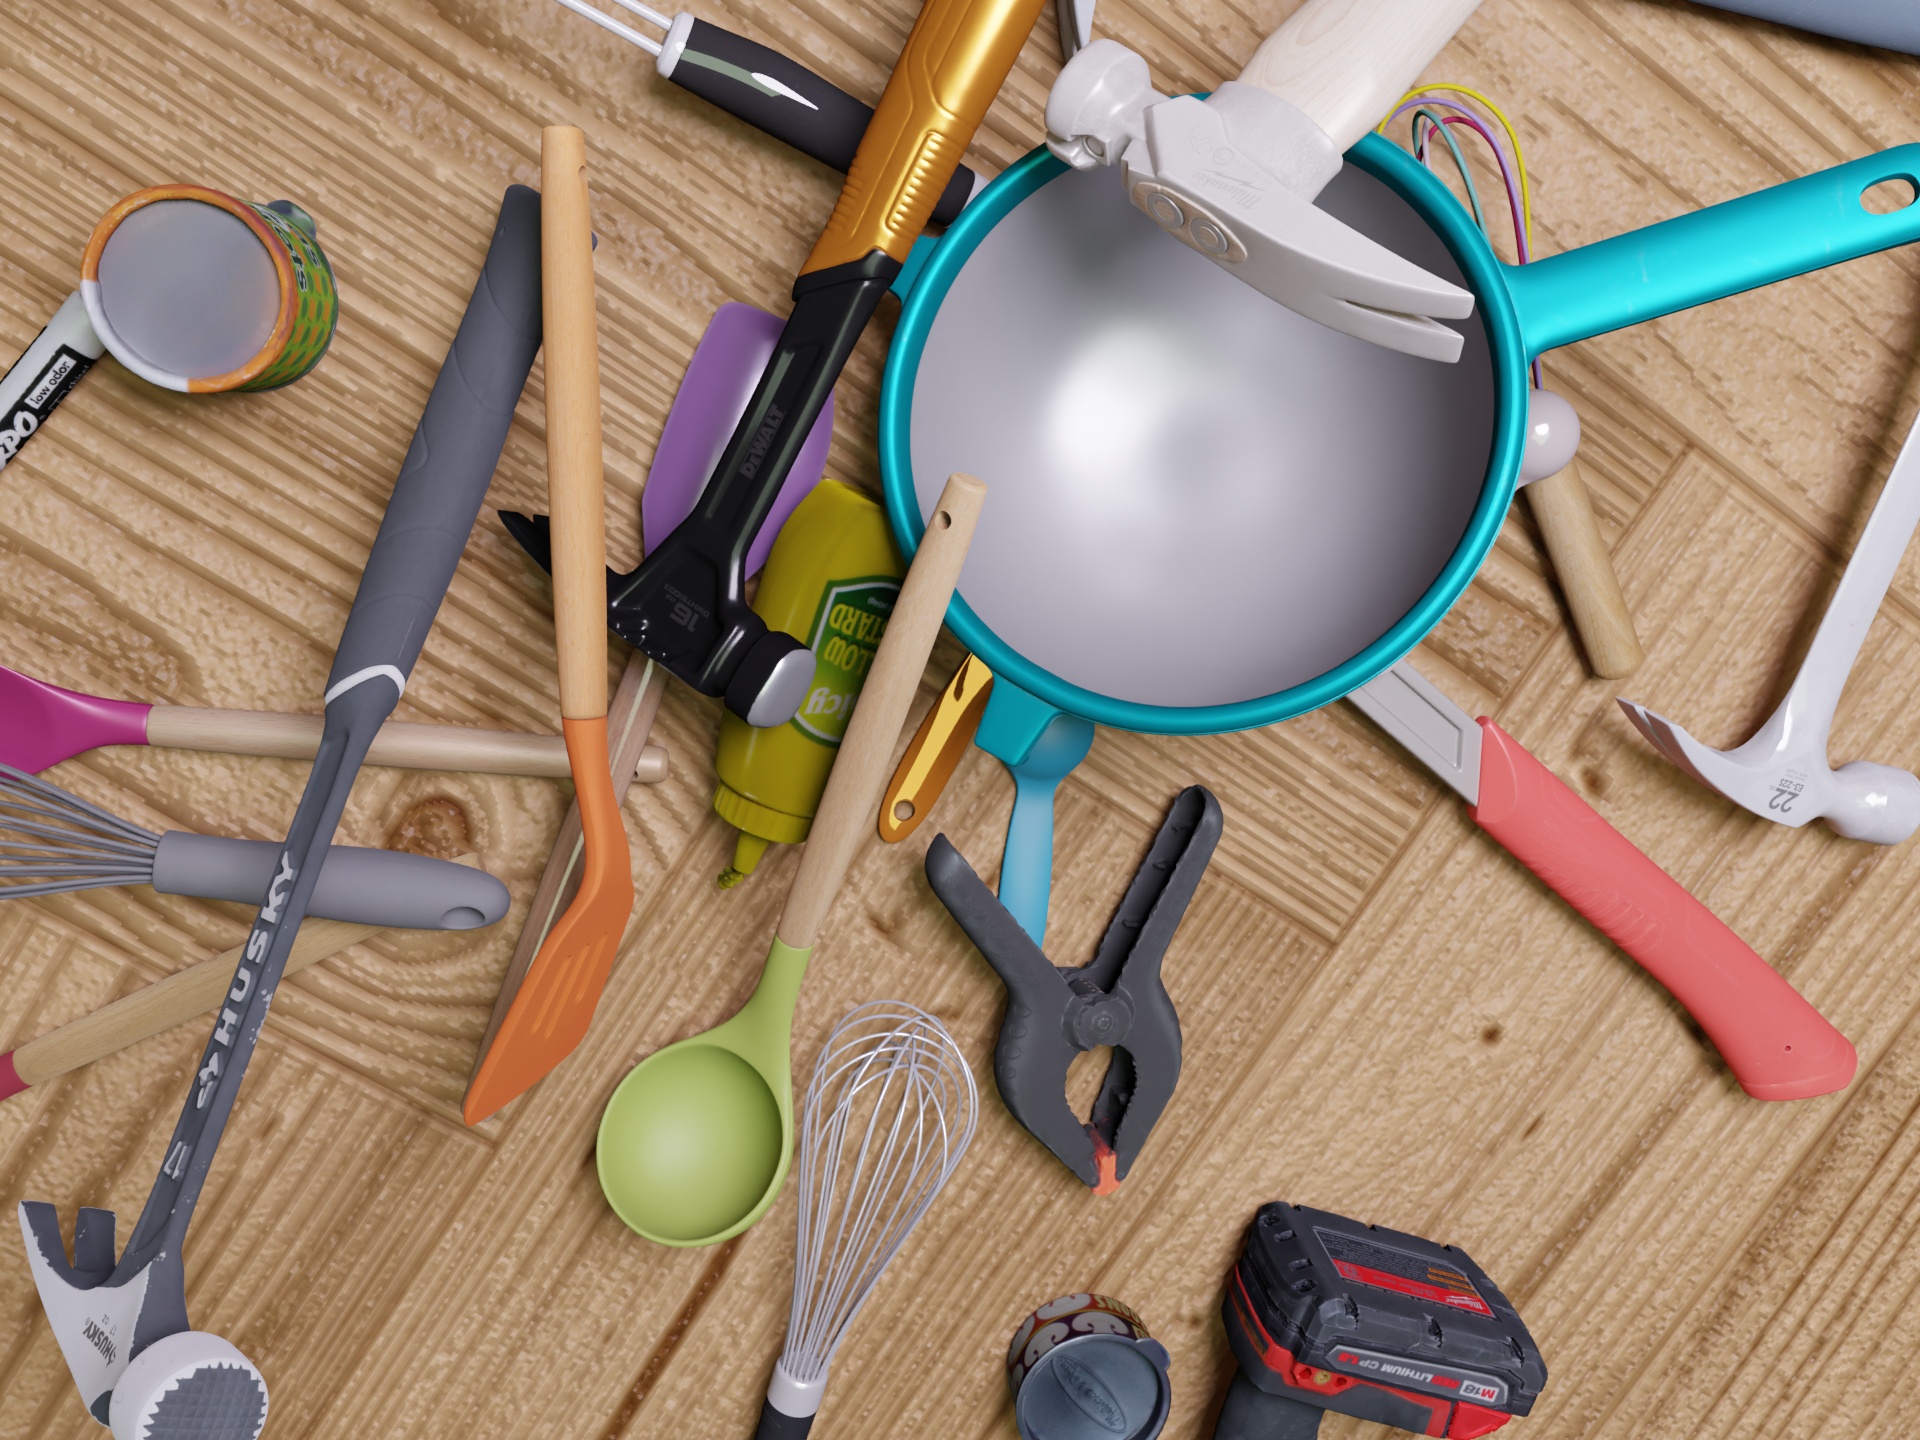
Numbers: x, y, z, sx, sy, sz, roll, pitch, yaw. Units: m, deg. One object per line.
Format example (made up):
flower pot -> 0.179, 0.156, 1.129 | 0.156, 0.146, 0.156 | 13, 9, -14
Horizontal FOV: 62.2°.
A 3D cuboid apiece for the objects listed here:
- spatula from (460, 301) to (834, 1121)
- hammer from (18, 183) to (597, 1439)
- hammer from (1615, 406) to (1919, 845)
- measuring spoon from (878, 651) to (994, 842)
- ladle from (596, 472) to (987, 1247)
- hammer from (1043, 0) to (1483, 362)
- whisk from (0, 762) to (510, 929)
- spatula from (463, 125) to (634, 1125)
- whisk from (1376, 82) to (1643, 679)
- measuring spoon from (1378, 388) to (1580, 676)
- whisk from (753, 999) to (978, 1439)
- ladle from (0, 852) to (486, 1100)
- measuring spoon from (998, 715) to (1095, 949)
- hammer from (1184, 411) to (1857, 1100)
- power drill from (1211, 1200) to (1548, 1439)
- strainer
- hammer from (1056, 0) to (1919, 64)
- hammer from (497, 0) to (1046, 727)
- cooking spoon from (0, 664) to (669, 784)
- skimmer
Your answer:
spatula -> -0.120, 0.000, 0.587 | 0.059, 0.018, 0.316 | 22, 90, -10
hammer -> -0.202, 0.010, 0.517 | 0.036, 0.149, 0.409 | 27, 75, -43
hammer -> 0.380, -0.148, 0.599 | 0.144, 0.035, 0.405 | 12, 106, -19
measuring spoon -> -0.001, -0.002, 0.621 | 0.021, 0.011, 0.117 | 28, 97, -12
ladle -> -0.058, 0.060, 0.561 | 0.078, 0.062, 0.320 | 34, 118, 22
hammer -> 0.212, -0.290, 0.506 | 0.146, 0.038, 0.410 | 38, 79, 19
whisk -> -0.282, 0.047, 0.567 | 0.239, 0.055, 0.055 | 9, 101, -11
spatula -> -0.134, -0.026, 0.525 | 0.041, 0.081, 0.322 | 3, 101, 15
whisk -> 0.219, -0.124, 0.609 | 0.047, 0.051, 0.244 | -29, 107, -6
measuring spoon -> 0.190, -0.067, 0.592 | 0.034, 0.018, 0.124 | 30, 99, -17
whisk -> -0.058, 0.242, 0.646 | 0.070, 0.070, 0.284 | 15, 105, -10
ladle -> -0.326, 0.120, 0.598 | 0.315, 0.031, 0.069 | -24, 102, -4
measuring spoon -> 0.030, 0.047, 0.629 | 0.042, 0.021, 0.128 | 4, 101, -8
hammer -> 0.243, 0.034, 0.649 | 0.359, 0.037, 0.149 | 38, 95, -13
power drill -> 0.166, 0.339, 0.684 | 0.188, 0.080, 0.226 | 18, 102, -11
strainer -> 0.144, -0.115, 0.542 | 0.340, 0.095, 0.211 | -15, 83, 13
hammer -> 0.227, -0.274, 0.580 | 0.386, 0.038, 0.143 | 9, 102, -9
hammer -> -0.032, -0.170, 0.521 | 0.127, 0.034, 0.337 | 35, 103, 18
cooking spoon -> -0.268, 0.004, 0.583 | 0.319, 0.017, 0.068 | 5, 121, -9
skimmer -> -0.159, -0.250, 0.538 | 0.363, 0.090, 0.127 | 22, 83, -22
